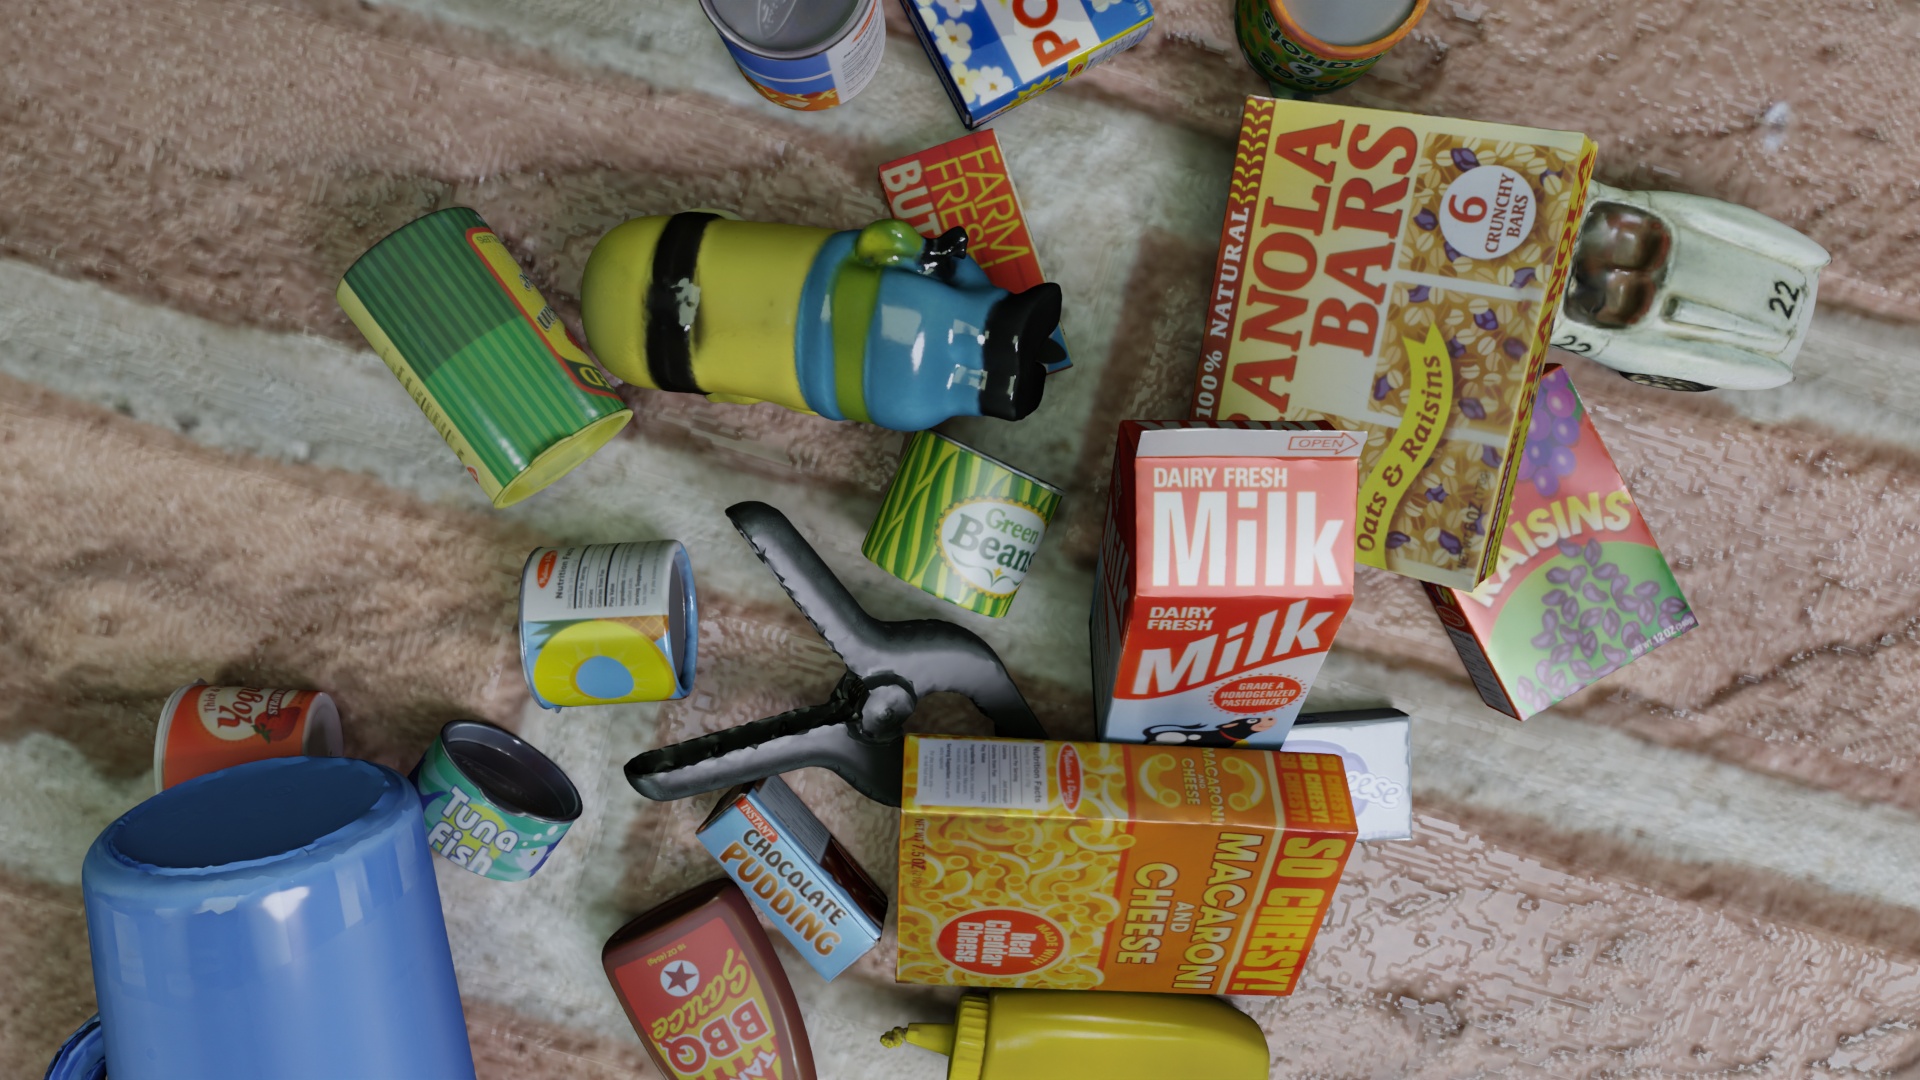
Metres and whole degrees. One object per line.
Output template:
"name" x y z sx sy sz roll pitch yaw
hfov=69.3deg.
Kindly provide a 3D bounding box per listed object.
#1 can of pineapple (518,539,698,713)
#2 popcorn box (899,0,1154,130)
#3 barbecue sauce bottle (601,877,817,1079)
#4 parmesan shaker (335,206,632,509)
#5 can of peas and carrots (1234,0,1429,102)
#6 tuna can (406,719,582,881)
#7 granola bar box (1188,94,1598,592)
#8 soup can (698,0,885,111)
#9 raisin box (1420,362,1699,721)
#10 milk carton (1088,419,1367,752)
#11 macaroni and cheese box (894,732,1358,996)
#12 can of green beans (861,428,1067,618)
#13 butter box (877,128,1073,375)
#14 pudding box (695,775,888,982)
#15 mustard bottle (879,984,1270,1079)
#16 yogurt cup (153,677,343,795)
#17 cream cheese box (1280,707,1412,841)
"can of pineapple" -0.141 0.035 0.564 0.058 0.071 0.071 -3 94 -1
"popcorn box" 0.012 -0.243 0.560 0.085 0.038 0.126 -28 94 2
"barbecue sauce bottle" -0.091 0.222 0.587 0.065 0.044 0.148 -26 94 0
"parmesan shaker" -0.189 -0.073 0.553 0.071 0.071 0.103 -37 93 2
"can of peas and carrots" 0.147 -0.216 0.554 0.071 0.059 0.071 0 94 0
"tuna can" -0.191 0.106 0.564 0.071 0.071 0.033 36 94 -3
"granola bar box" 0.157 -0.077 0.531 0.124 0.039 0.165 17 107 28
"soup can" -0.066 -0.210 0.539 0.071 0.084 0.071 0 94 -1
"raisin box" 0.235 0.000 0.579 0.086 0.040 0.123 -30 95 2
"milk carton" 0.090 0.016 0.500 0.072 0.189 0.074 -1 58 1
"macaroni and cheese box" 0.059 0.131 0.552 0.166 0.040 0.123 2 133 -2
"can of green beans" 0.001 -0.008 0.562 0.071 0.071 0.057 25 94 -2
"butter box" 0.006 -0.113 0.576 0.053 0.024 0.103 -19 94 0
"pudding box" -0.068 0.137 0.579 0.030 0.050 0.083 -41 93 4
"mustard bottle" 0.046 0.217 0.586 0.160 0.049 0.065 10 97 -1
"yogurt cup" -0.287 0.090 0.567 0.054 0.072 0.072 -3 94 -8
"cream cheese box" 0.139 0.102 0.591 0.104 0.024 0.053 -4 93 0
